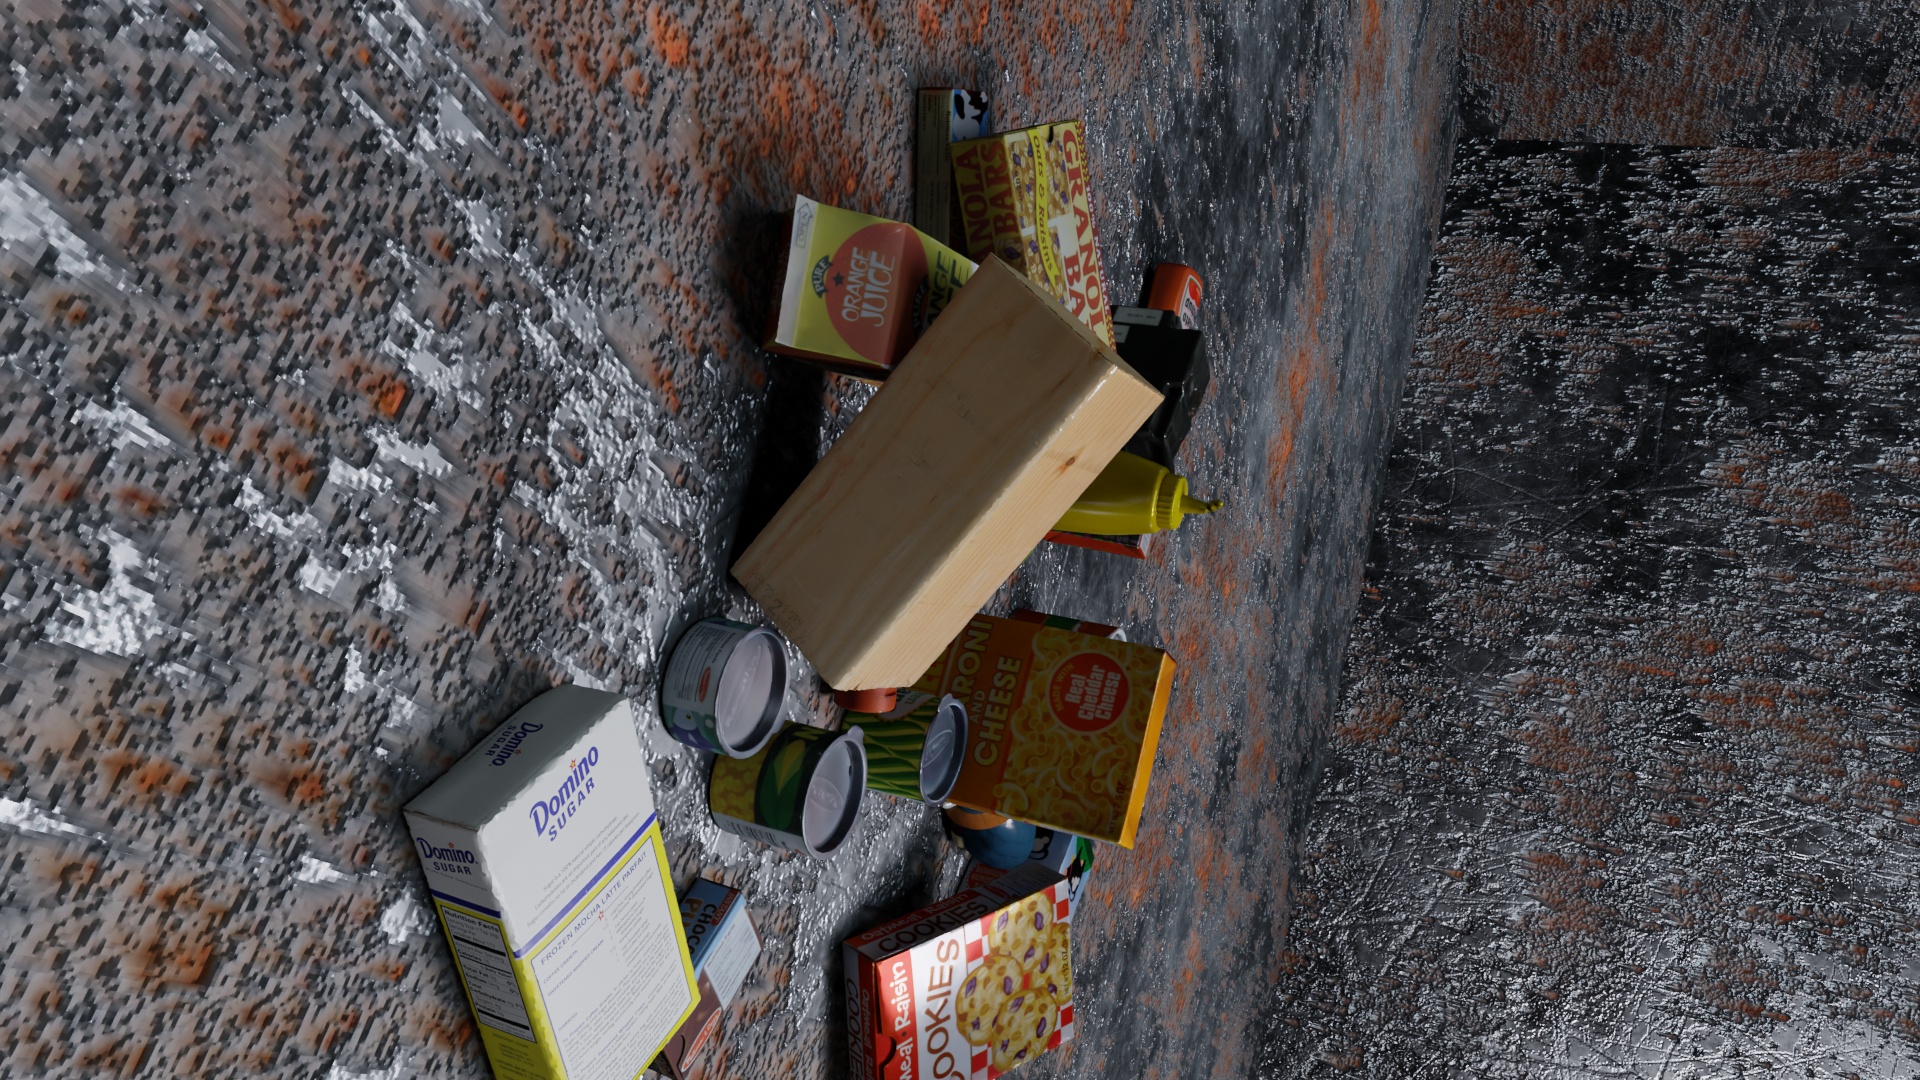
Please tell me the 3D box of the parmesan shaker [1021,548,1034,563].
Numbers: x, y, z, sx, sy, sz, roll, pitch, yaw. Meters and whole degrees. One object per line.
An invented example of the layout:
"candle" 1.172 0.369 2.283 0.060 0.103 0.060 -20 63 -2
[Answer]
"parmesan shaker" 0.003 -0.011 0.878 0.103 0.071 0.071 6 93 -67

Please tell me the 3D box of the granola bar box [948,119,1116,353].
"granola bar box" 0.050 -0.171 0.859 0.125 0.039 0.165 -37 120 -58

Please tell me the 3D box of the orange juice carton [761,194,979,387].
"orange juice carton" -0.042 -0.121 0.729 0.193 0.073 0.071 7 93 -66

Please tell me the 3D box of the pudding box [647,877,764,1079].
"pudding box" -0.135 0.219 0.696 0.084 0.030 0.049 -58 149 -41

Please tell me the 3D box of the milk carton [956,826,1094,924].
"milk carton" 0.036 0.295 1.062 0.073 0.072 0.191 74 34 -44

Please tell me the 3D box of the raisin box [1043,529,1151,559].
"raisin box" 0.117 -0.055 1.099 0.040 0.086 0.123 46 58 -65

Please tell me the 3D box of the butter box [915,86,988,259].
"butter box" -0.005 -0.218 0.837 0.053 0.024 0.103 -29 124 -61

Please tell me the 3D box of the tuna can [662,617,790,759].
"tuna can" -0.114 0.073 0.687 0.071 0.033 0.071 8 91 -66

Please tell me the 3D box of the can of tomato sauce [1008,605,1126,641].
"can of tomato sauce" 0.080 0.090 1.071 0.071 0.083 0.071 9 91 -66

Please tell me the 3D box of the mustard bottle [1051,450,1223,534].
"mustard bottle" 0.110 -0.034 0.998 0.048 0.160 0.065 61 46 -57

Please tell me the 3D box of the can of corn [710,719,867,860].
"can of corn" -0.089 0.126 0.731 0.071 0.058 0.071 8 91 -66

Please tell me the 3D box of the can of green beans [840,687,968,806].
"can of green beans" -0.035 0.124 0.854 0.071 0.058 0.071 9 91 -66

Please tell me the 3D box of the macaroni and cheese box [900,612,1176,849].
"macaroni and cheese box" 0.042 0.117 0.890 0.040 0.166 0.124 46 58 -62

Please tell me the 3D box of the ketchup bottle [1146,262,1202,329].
"ketchup bottle" 0.181 -0.172 1.256 0.064 0.043 0.149 44 59 -62

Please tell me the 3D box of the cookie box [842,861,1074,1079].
"cookie box" 0.002 0.303 0.931 0.168 0.040 0.122 -12 104 -38

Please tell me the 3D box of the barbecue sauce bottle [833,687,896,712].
"barbecue sauce bottle" -0.048 0.024 0.806 0.065 0.044 0.148 -8 106 -69
